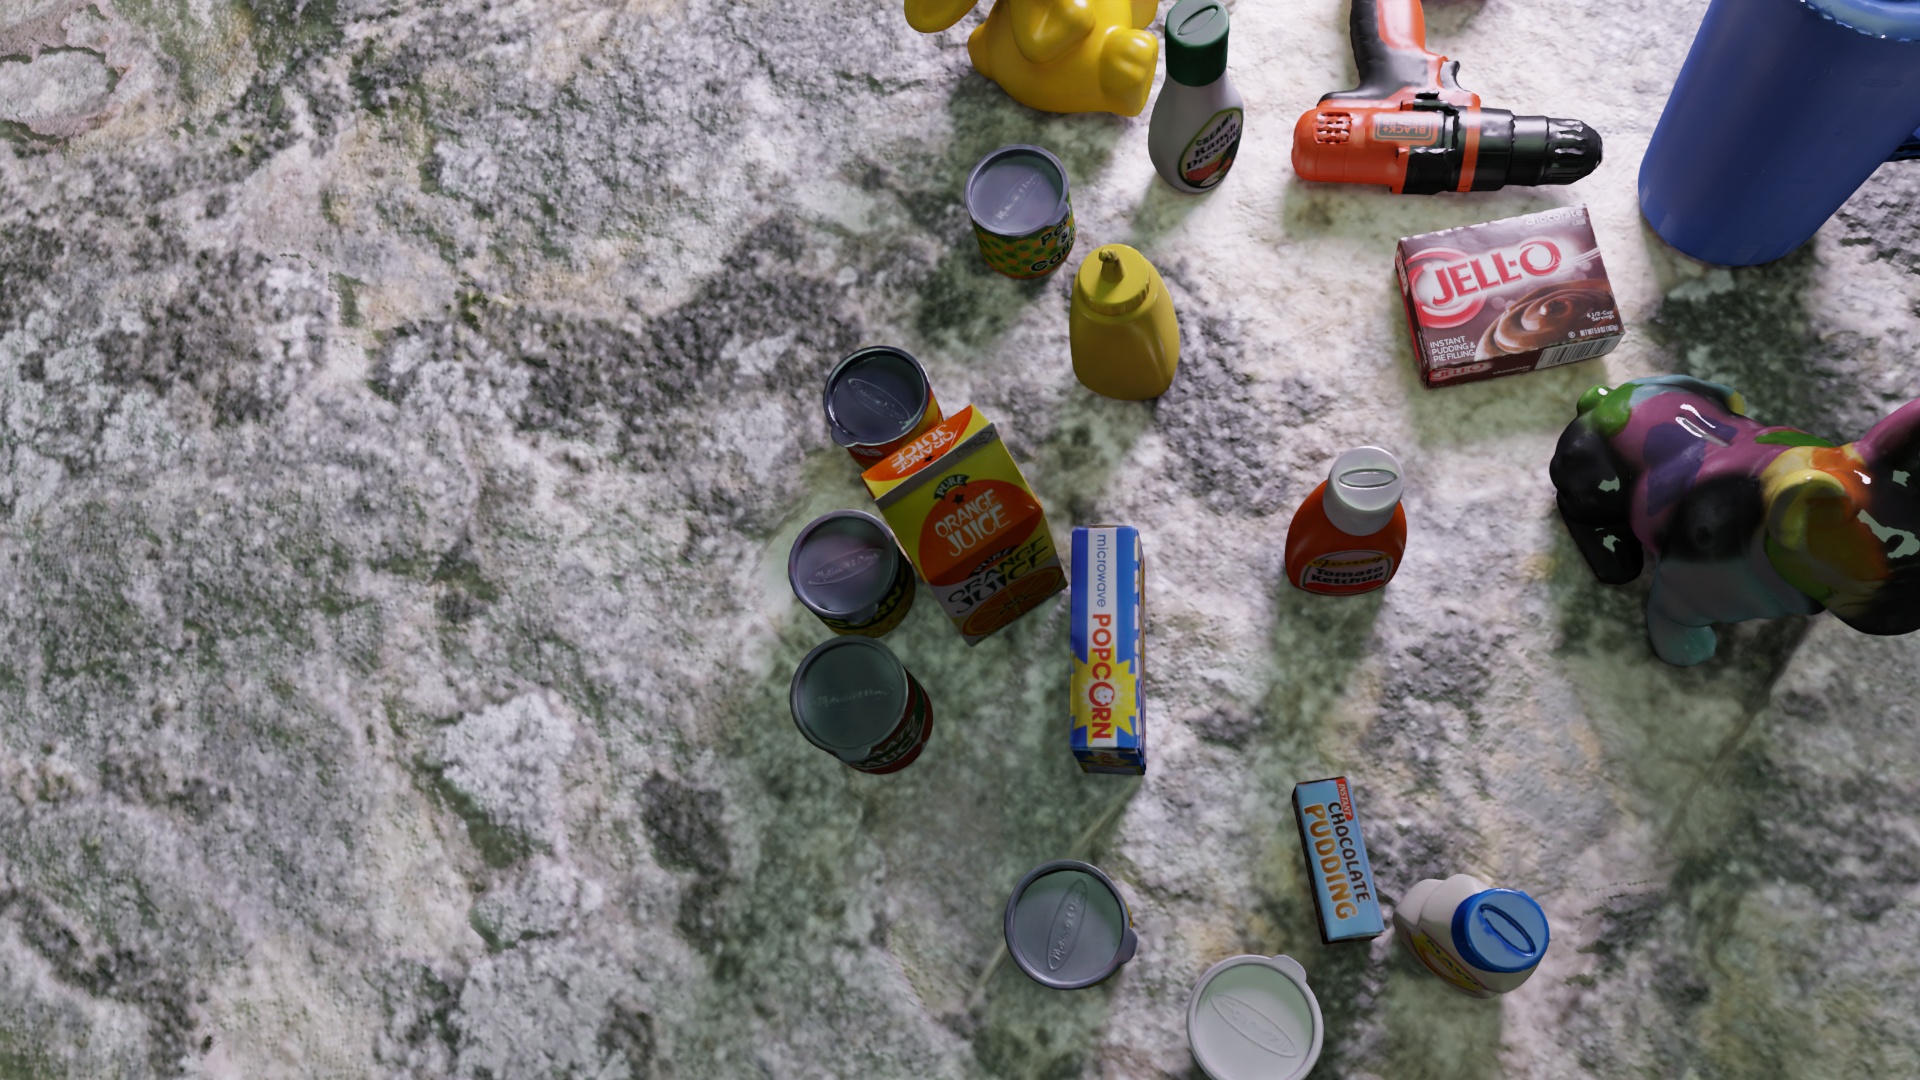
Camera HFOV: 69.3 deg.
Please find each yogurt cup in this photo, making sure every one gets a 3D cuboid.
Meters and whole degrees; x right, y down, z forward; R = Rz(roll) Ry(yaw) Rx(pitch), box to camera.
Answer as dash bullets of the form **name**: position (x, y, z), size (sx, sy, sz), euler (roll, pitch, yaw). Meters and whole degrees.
- **yogurt cup**: position (0.152, 0.252, 0.723), size (0.072, 0.054, 0.072), euler (-3, 72, 9)

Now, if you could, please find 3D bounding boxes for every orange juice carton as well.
- **orange juice carton**: position (0.003, -0.010, 0.761), size (0.072, 0.192, 0.073), euler (-32, 70, -1)

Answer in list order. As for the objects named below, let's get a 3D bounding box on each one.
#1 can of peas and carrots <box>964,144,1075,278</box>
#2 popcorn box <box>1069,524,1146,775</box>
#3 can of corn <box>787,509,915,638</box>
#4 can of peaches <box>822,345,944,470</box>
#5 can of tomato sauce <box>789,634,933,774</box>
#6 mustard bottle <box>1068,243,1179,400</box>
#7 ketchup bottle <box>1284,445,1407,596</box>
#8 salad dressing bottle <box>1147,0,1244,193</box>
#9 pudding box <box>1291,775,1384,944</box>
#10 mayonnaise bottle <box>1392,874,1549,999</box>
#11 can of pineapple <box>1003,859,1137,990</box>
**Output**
- **can of peas and carrots**: position (0.041, -0.209, 0.892), size (0.071, 0.058, 0.071), euler (-3, 72, 9)
- **popcorn box**: position (0.084, 0.063, 0.781), size (0.038, 0.085, 0.127), euler (-1, 72, 9)
- **can of corn**: position (-0.063, 0.024, 0.833), size (0.071, 0.058, 0.071), euler (-3, 72, 9)
- **can of peaches**: position (-0.048, -0.077, 0.864), size (0.071, 0.058, 0.071), euler (-3, 72, 9)
- **can of tomato sauce**: position (-0.054, 0.097, 0.794), size (0.071, 0.083, 0.071), euler (-3, 72, 9)
- **mustard bottle**: position (0.093, -0.131, 0.804), size (0.065, 0.160, 0.049), euler (7, 74, 12)
- **ketchup bottle**: position (0.211, -0.009, 0.750), size (0.065, 0.148, 0.043), euler (-3, 72, 9)
- **salad dressing bottle**: position (0.144, -0.270, 0.848), size (0.064, 0.147, 0.044), euler (-37, 70, -3)
- **pudding box**: position (0.201, 0.172, 0.744), size (0.030, 0.049, 0.084), euler (-10, 71, 6)
- **mayonnaise bottle**: position (0.251, 0.192, 0.677), size (0.041, 0.147, 0.065), euler (-45, 71, -6)
- **can of pineapple**: position (0.061, 0.210, 0.751), size (0.071, 0.057, 0.071), euler (-3, 72, 9)
